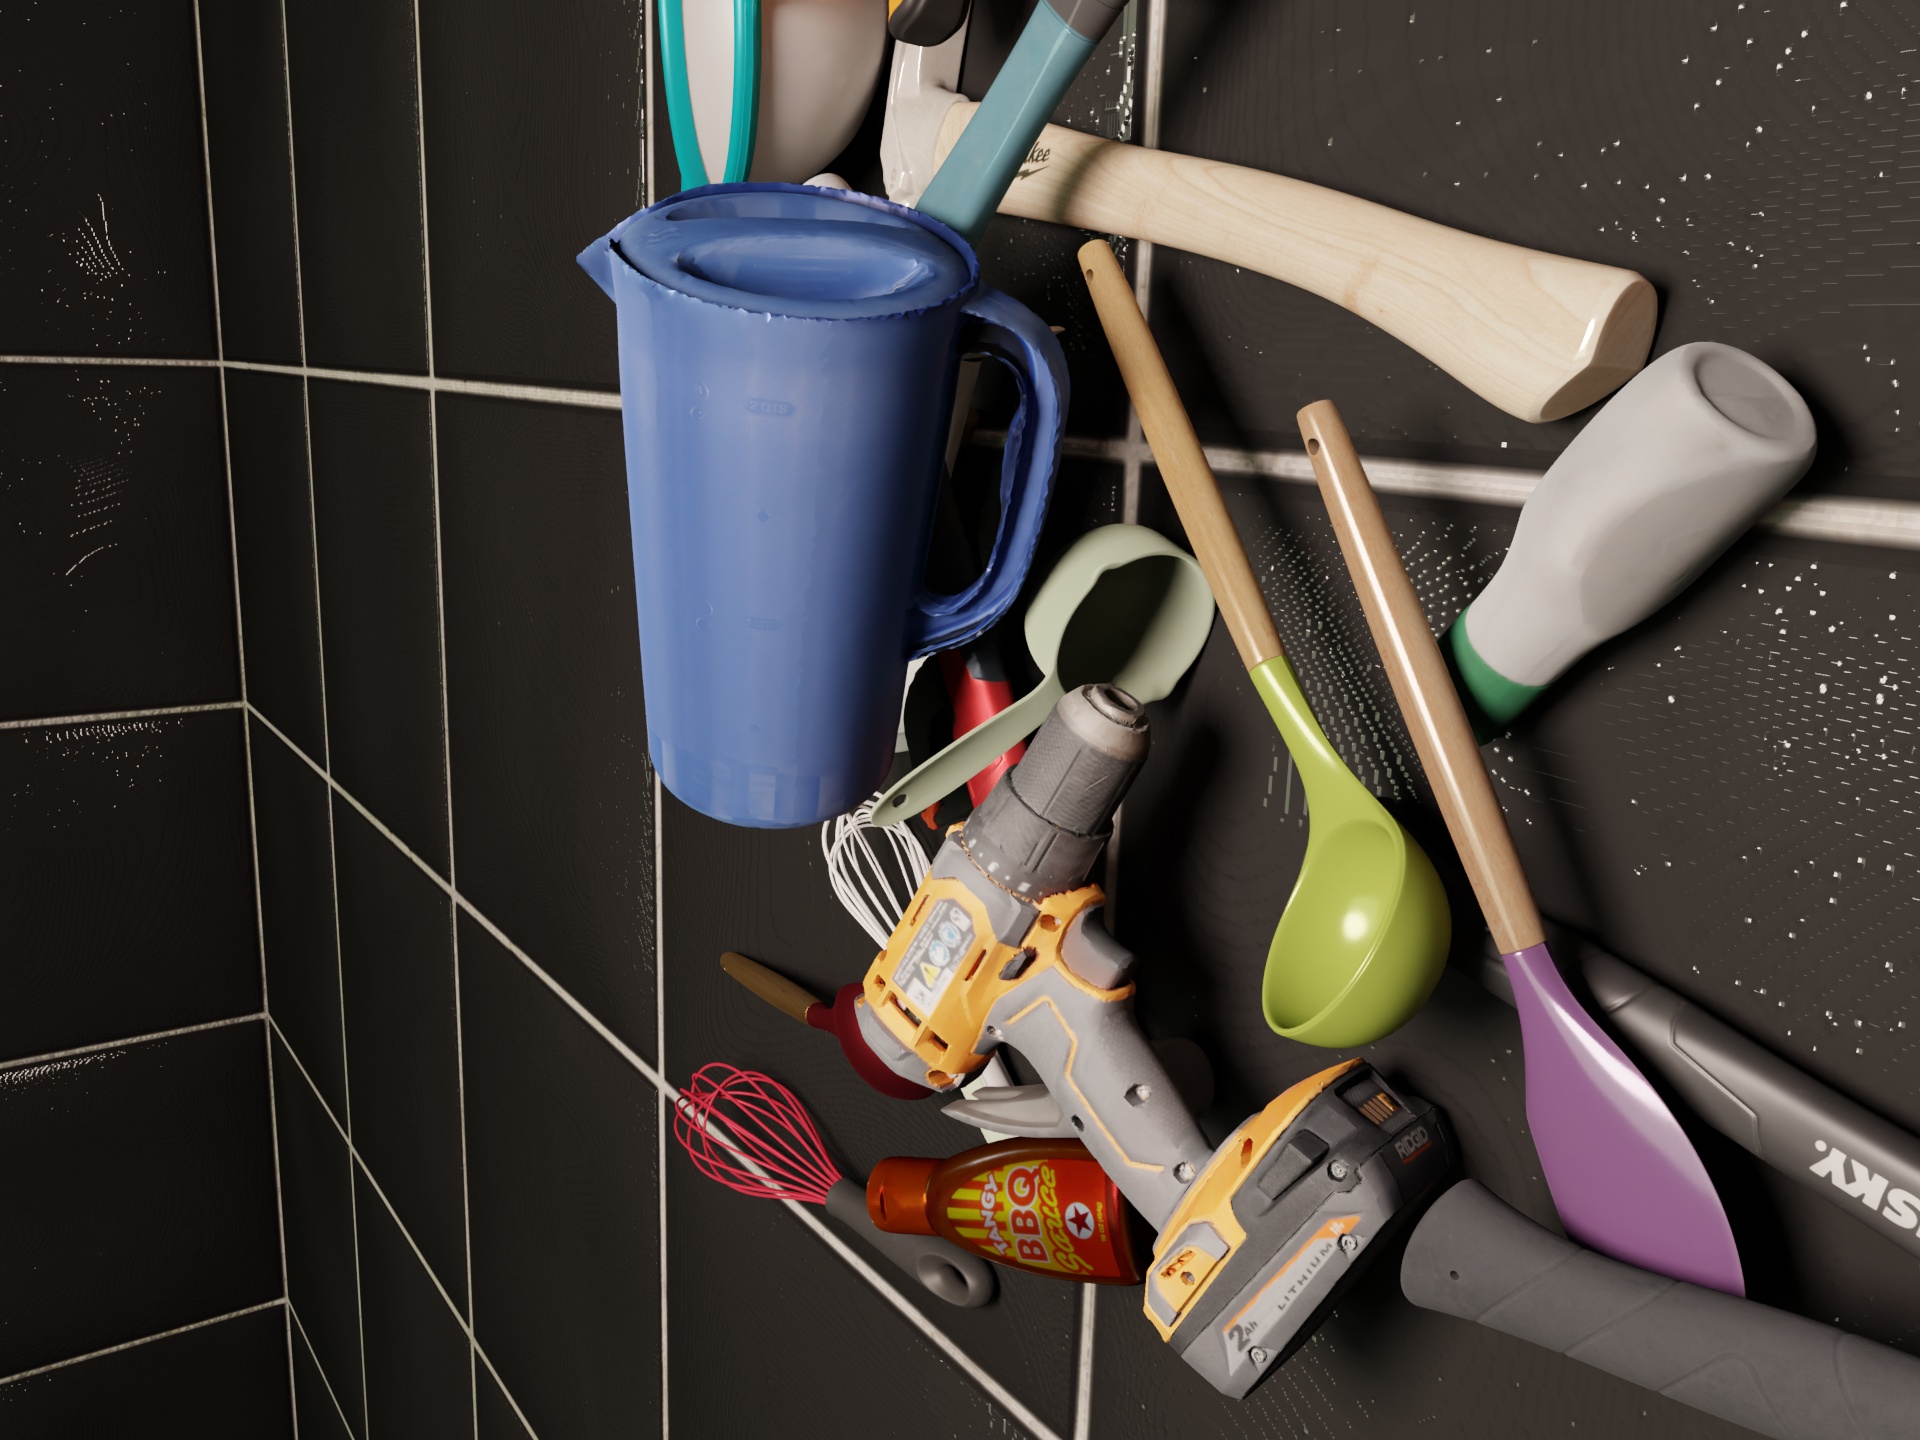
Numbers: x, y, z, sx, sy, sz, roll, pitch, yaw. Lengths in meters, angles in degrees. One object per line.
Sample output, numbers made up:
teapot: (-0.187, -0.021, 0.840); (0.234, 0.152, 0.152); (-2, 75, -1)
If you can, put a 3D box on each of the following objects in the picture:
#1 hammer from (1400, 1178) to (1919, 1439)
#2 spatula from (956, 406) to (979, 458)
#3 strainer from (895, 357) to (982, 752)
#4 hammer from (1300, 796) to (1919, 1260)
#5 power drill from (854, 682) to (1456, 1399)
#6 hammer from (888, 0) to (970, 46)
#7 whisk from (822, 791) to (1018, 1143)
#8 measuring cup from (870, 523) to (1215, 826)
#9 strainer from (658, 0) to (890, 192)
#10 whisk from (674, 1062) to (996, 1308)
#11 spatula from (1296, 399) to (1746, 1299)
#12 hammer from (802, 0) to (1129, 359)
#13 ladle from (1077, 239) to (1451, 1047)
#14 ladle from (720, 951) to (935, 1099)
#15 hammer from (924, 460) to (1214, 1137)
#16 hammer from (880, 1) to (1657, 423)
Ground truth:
hammer: (0.275, 0.180, 0.347); (0.409, 0.036, 0.149); (4, 101, 51)
spatula: (-0.076, -0.066, 0.874); (0.317, 0.044, 0.082); (-47, 66, 47)
strainer: (-0.022, -0.084, 0.782); (0.050, 0.087, 0.258); (-65, -7, -61)
hammer: (0.227, 0.112, 0.468); (0.335, 0.035, 0.146); (34, 122, 48)
power drill: (0.074, 0.112, 0.606); (0.226, 0.084, 0.185); (41, 117, 27)
hammer: (-0.034, -0.457, 0.716); (0.127, 0.034, 0.337); (-21, 71, 55)
whisk: (-0.007, 0.143, 0.810); (0.059, 0.057, 0.246); (-46, 63, 38)
measuring cup: (0.026, -0.017, 0.645); (0.038, 0.167, 0.083); (52, 178, 44)
strainer: (-0.100, -0.324, 0.836); (0.340, 0.095, 0.211); (112, 146, -59)
whisk: (-0.082, 0.272, 0.936); (0.296, 0.073, 0.073); (15, 109, 48)
spatula: (0.166, 0.045, 0.489); (0.060, 0.018, 0.316); (-35, 71, 57)
hammer: (0.046, -0.261, 0.561); (0.128, 0.033, 0.331); (54, 133, 17)
ladle: (0.090, -0.041, 0.563); (0.078, 0.062, 0.320); (-51, 53, 55)
ladle: (-0.090, 0.163, 0.916); (0.315, 0.031, 0.069); (3, 118, 66)
hammer: (-0.001, -0.002, 0.716); (0.143, 0.038, 0.386); (-17, 90, 45)
hammer: (0.087, -0.210, 0.616); (0.411, 0.038, 0.146); (37, 124, 46)
